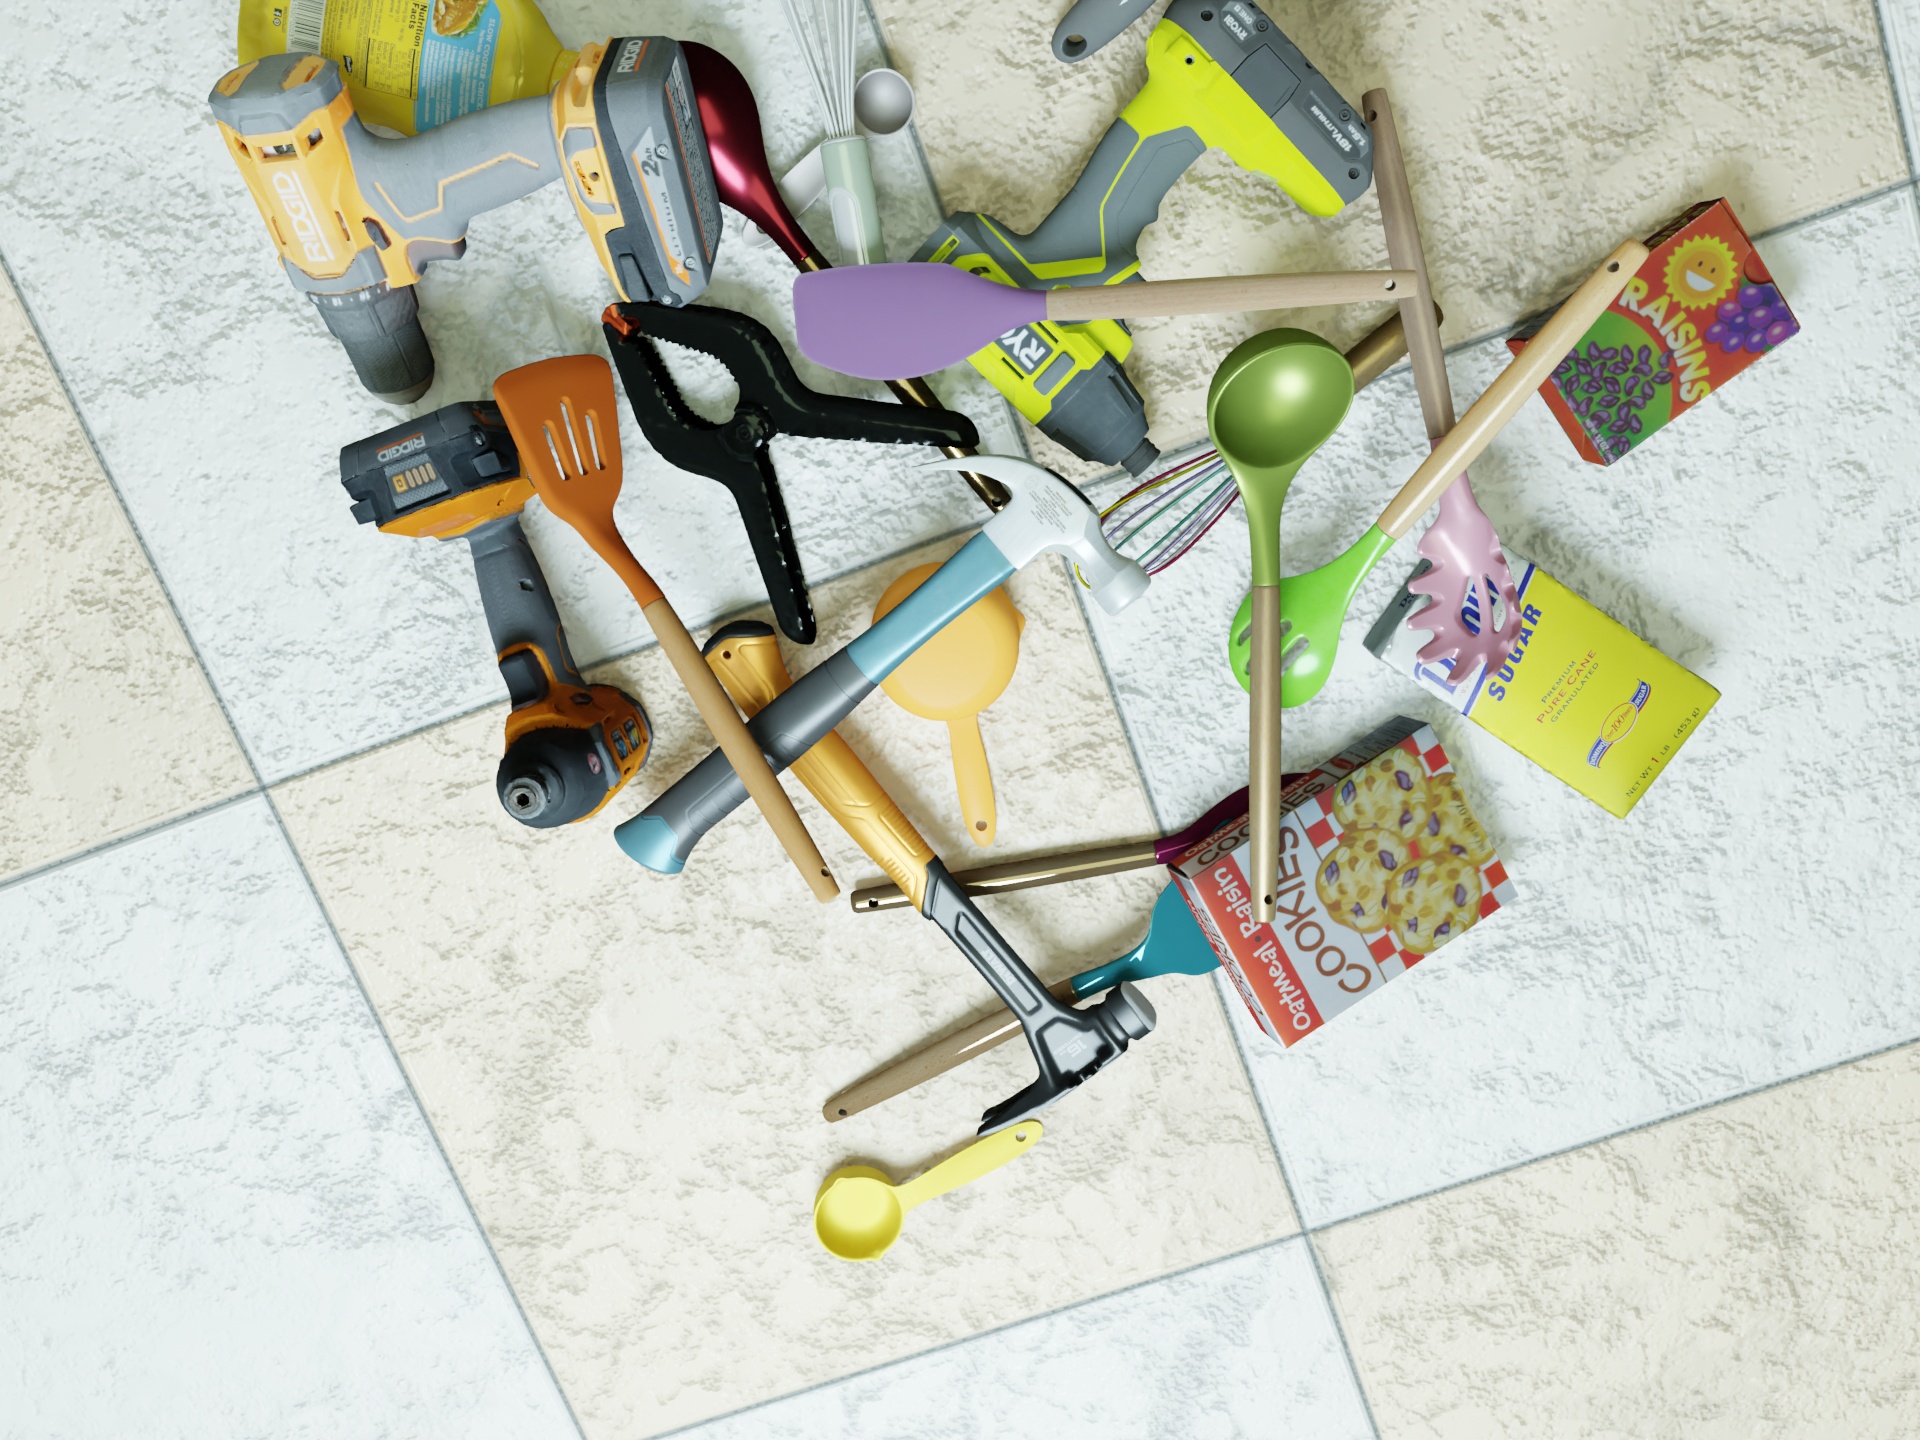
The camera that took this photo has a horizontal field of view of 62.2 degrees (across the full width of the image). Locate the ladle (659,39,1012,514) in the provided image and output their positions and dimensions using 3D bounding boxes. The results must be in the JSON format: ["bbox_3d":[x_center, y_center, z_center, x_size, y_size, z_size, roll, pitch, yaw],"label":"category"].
[{"bbox_3d":[-0.068,-0.231,0.868,0.069,0.031,0.315,-36,105,17],"label":"ladle"}]

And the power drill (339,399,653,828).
[{"bbox_3d":[-0.242,-0.052,0.851,0.084,0.164,0.226,-20,101,5],"label":"power drill"}]

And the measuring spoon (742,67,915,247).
[{"bbox_3d":[-0.073,-0.303,0.864,0.124,0.018,0.034,-40,102,17],"label":"measuring spoon"}]

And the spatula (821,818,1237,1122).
[{"bbox_3d":[0.049,0.169,0.967,0.317,0.044,0.082,-29,110,15],"label":"spatula"}]

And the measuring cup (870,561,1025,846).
[{"bbox_3d":[-0.001,-0.003,0.914,0.095,0.052,0.173,-10,102,3],"label":"measuring cup"}]

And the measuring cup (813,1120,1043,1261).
[{"bbox_3d":[-0.021,0.288,1.007,0.156,0.029,0.062,-25,103,-5],"label":"measuring cup"}]

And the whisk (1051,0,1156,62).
[{"bbox_3d":[0.129,-0.403,0.772,0.239,0.055,0.055,-31,103,39],"label":"whisk"}]

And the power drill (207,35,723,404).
[{"bbox_3d":[-0.241,-0.251,0.816,0.226,0.084,0.185,-3,135,5],"label":"power drill"}]

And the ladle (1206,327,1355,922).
[{"bbox_3d":[0.168,-0.045,0.848,0.078,0.062,0.320,-3,99,-12],"label":"ladle"}]

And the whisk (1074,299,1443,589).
[{"bbox_3d":[0.163,-0.153,0.881,0.245,0.051,0.047,-38,95,6],"label":"whisk"}]

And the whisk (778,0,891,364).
[{"bbox_3d":[-0.063,-0.308,0.824,0.058,0.059,0.246,1,106,39],"label":"whisk"}]

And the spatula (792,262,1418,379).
[{"bbox_3d":[0.070,-0.211,0.811,0.316,0.018,0.059,-2,111,8],"label":"spatula"}]

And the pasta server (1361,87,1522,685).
[{"bbox_3d":[0.248,-0.177,0.845,0.060,0.040,0.316,-9,95,42],"label":"pasta server"}]

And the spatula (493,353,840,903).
[{"bbox_3d":[-0.147,-0.046,0.850,0.041,0.081,0.322,-33,88,41],"label":"spatula"}]

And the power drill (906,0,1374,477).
[{"bbox_3d":[0.101,-0.253,0.842,0.171,0.080,0.223,43,104,-9],"label":"power drill"}]

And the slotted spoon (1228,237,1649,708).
[{"bbox_3d":[0.239,-0.120,0.832,0.070,0.031,0.313,54,126,23],"label":"slotted spoon"}]

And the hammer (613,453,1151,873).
[{"bbox_3d":[-0.063,-0.021,0.871,0.331,0.033,0.128,-39,91,16],"label":"hammer"}]

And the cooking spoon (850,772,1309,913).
[{"bbox_3d":[0.091,0.084,0.953,0.319,0.017,0.068,-9,104,2],"label":"cooking spoon"}]

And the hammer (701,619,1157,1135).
[{"bbox_3d":[-0.038,0.083,0.924,0.127,0.034,0.337,-39,92,15],"label":"hammer"}]
